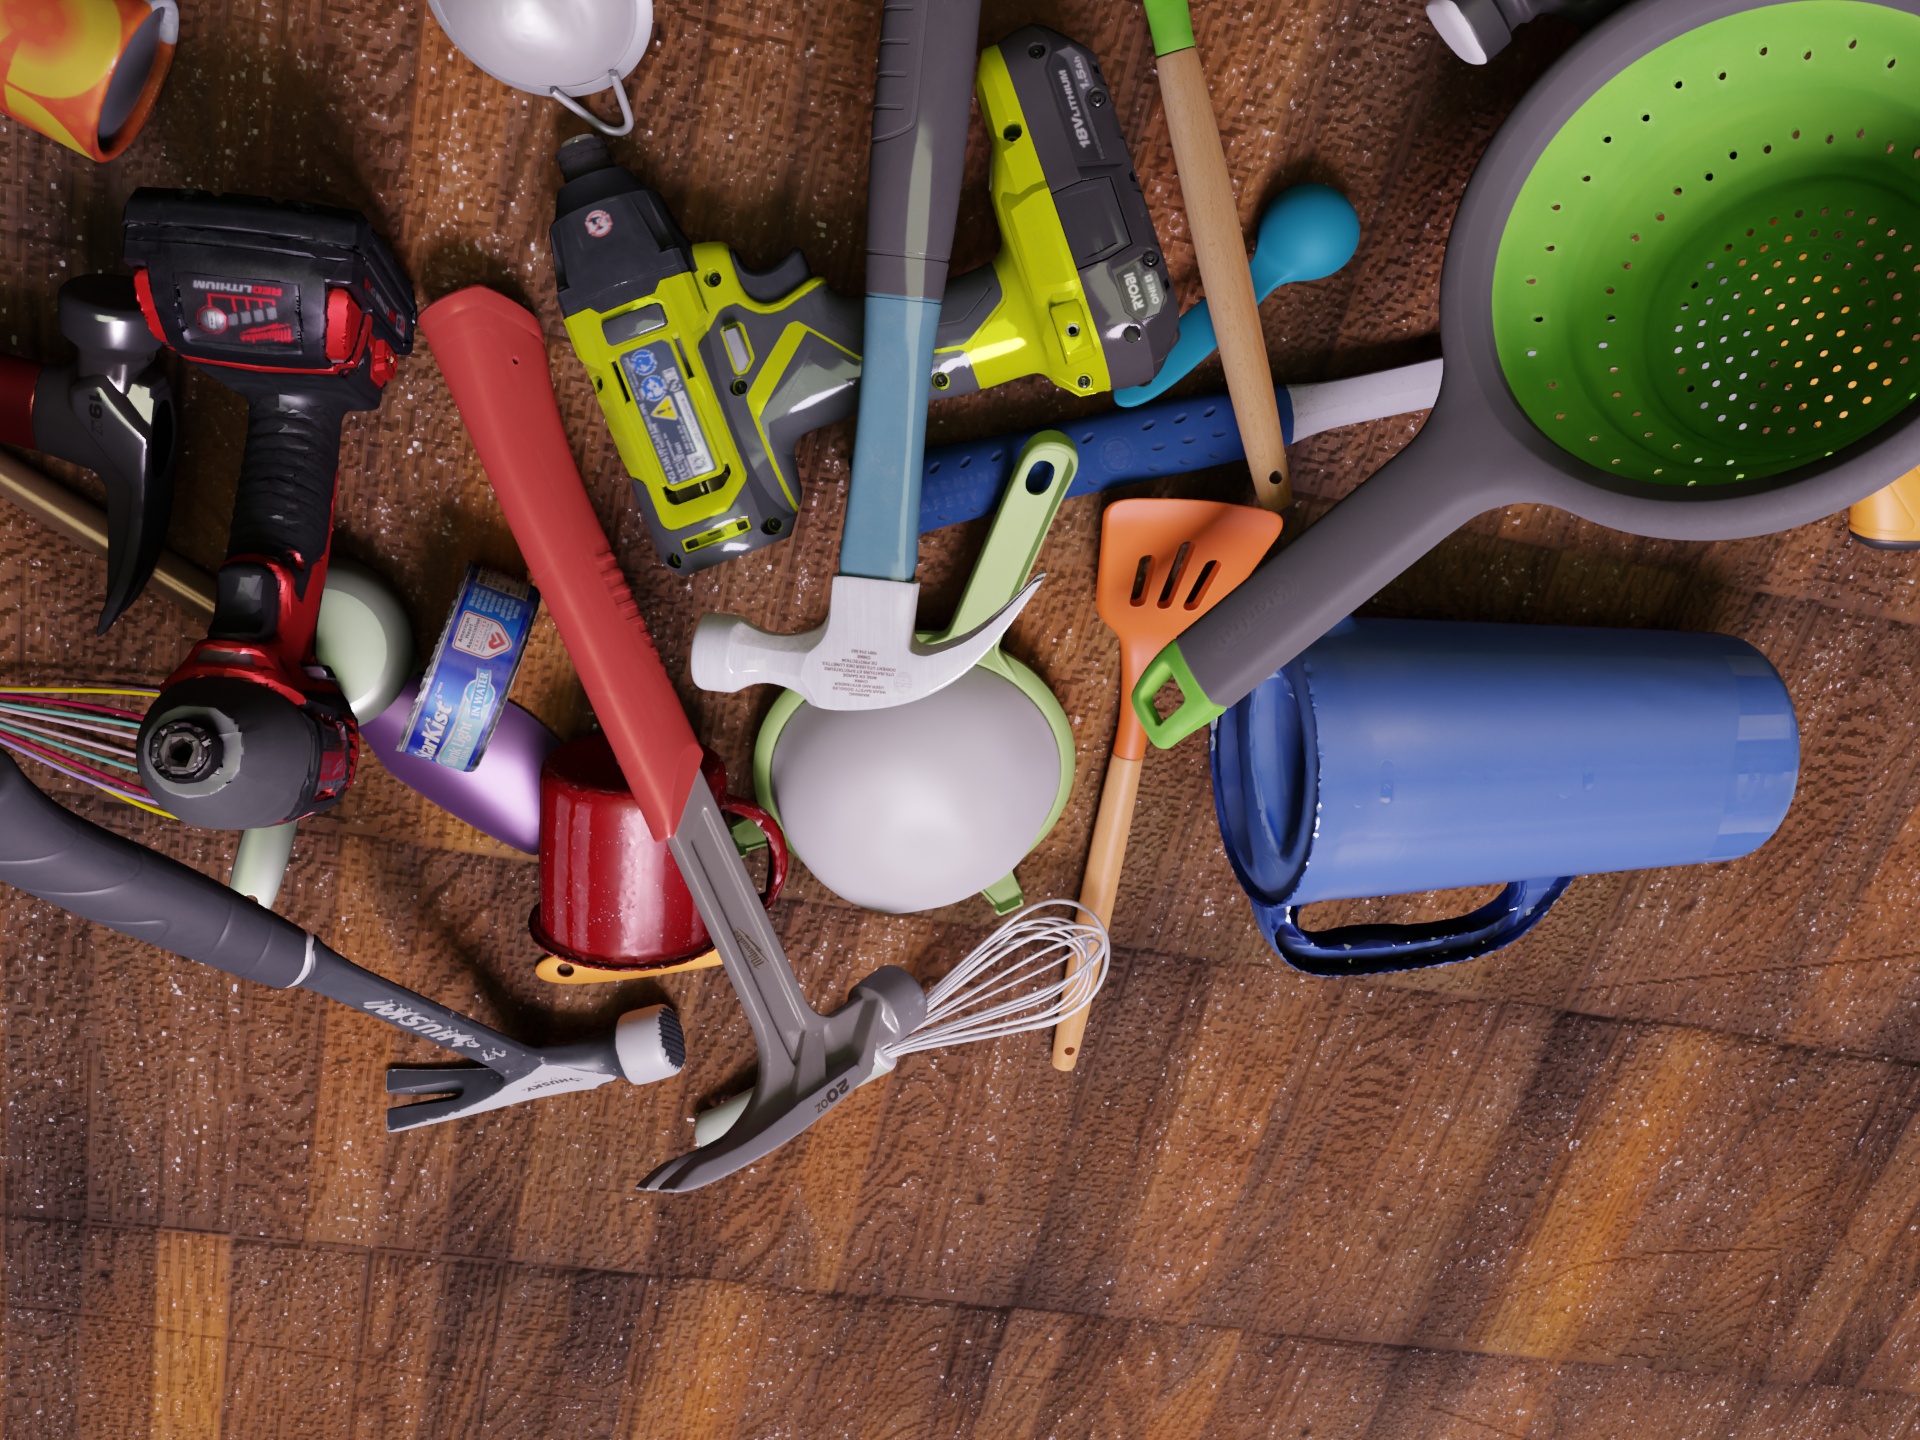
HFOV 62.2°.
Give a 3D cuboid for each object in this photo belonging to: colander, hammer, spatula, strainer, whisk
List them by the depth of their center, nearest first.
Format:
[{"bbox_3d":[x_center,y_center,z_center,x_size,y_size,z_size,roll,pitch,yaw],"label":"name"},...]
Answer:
[{"bbox_3d":[-0.177,-0.309,0.532,0.087,0.050,0.258,-7,131,19],"label":"strainer"},{"bbox_3d":[-0.020,-0.165,0.567,0.128,0.033,0.331,7,102,4],"label":"hammer"},{"bbox_3d":[-0.495,-0.143,0.590,0.386,0.038,0.143,15,121,-8],"label":"hammer"},{"bbox_3d":[0.231,-0.109,0.604,0.397,0.205,0.094,-41,147,28],"label":"colander"},{"bbox_3d":[-0.257,0.100,0.631,0.149,0.036,0.408,-16,152,8],"label":"hammer"},{"bbox_3d":[-0.136,0.001,0.642,0.037,0.149,0.359,-17,99,47],"label":"hammer"},{"bbox_3d":[0.330,-0.199,0.646,0.127,0.034,0.336,-39,114,13],"label":"hammer"},{"bbox_3d":[-0.423,-0.002,0.679,0.245,0.051,0.047,14,118,-10],"label":"whisk"},{"bbox_3d":[-0.301,-0.040,0.689,0.315,0.018,0.060,35,96,-21],"label":"spatula"},{"bbox_3d":[0.152,-0.141,0.690,0.405,0.035,0.144,-12,116,-1],"label":"hammer"},{"bbox_3d":[-0.001,-0.002,0.695,0.151,0.069,0.256,14,123,-14],"label":"strainer"},{"bbox_3d":[0.078,0.041,0.764,0.081,0.041,0.322,4,116,-11],"label":"spatula"},{"bbox_3d":[-0.033,0.159,0.796,0.246,0.059,0.057,-29,150,16],"label":"whisk"}]

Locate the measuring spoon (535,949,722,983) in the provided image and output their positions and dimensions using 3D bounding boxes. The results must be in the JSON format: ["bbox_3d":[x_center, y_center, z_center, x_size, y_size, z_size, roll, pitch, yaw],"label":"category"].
[{"bbox_3d":[-0.151,0.120,0.787,0.117,0.011,0.021,-4,116,-5],"label":"measuring spoon"}]

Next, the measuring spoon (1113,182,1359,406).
[{"bbox_3d":[0.111,-0.176,0.652,0.128,0.021,0.042,-42,72,-3],"label":"measuring spoon"}]

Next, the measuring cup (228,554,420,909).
[{"bbox_3d":[-0.282,0.012,0.671,0.083,0.038,0.167,16,89,-22],"label":"measuring cup"}]

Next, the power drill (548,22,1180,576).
[{"bbox_3d":[-0.041,-0.173,0.621,0.223,0.080,0.171,-19,99,5],"label":"power drill"}]

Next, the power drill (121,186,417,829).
[{"bbox_3d":[-0.255,-0.069,0.579,0.078,0.143,0.220,4,89,-8],"label":"power drill"}]

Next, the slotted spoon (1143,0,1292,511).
[{"bbox_3d":[0.091,-0.232,0.615,0.070,0.031,0.313,-17,107,-2],"label":"slotted spoon"}]
